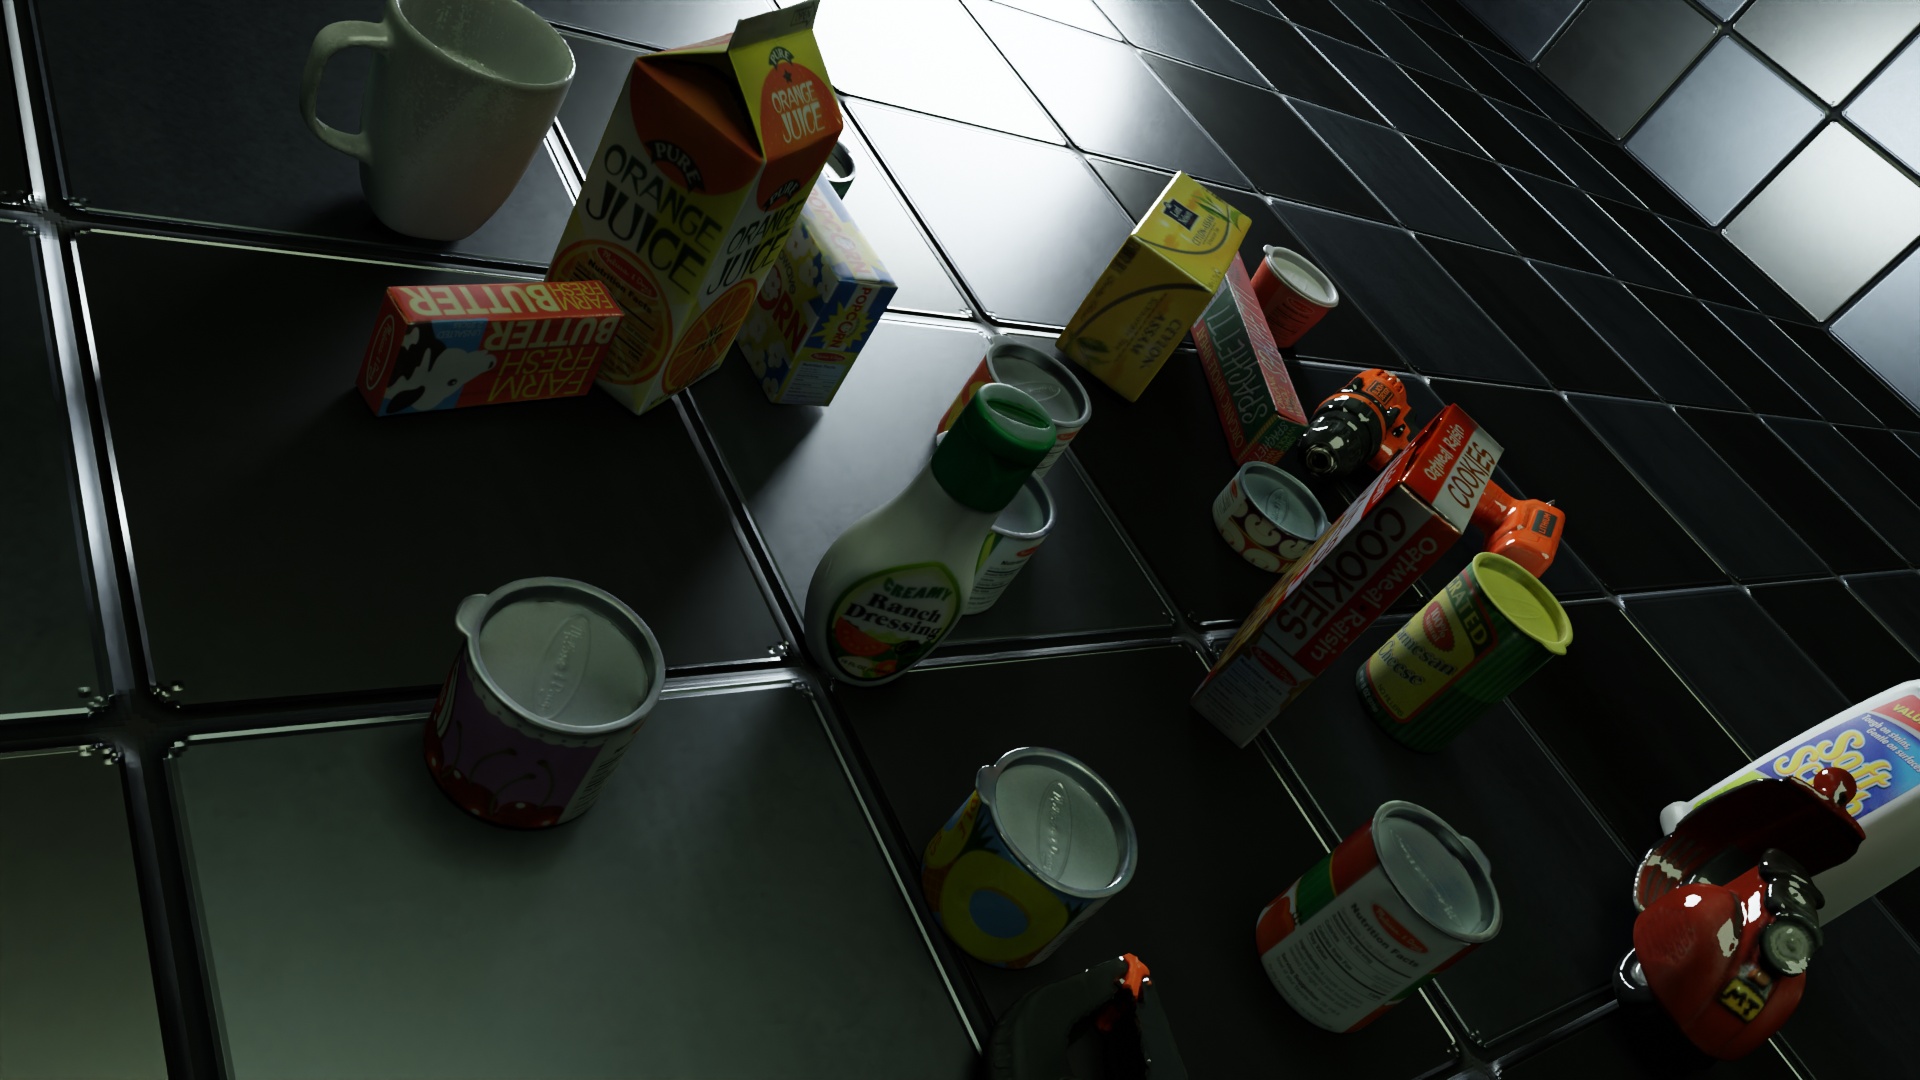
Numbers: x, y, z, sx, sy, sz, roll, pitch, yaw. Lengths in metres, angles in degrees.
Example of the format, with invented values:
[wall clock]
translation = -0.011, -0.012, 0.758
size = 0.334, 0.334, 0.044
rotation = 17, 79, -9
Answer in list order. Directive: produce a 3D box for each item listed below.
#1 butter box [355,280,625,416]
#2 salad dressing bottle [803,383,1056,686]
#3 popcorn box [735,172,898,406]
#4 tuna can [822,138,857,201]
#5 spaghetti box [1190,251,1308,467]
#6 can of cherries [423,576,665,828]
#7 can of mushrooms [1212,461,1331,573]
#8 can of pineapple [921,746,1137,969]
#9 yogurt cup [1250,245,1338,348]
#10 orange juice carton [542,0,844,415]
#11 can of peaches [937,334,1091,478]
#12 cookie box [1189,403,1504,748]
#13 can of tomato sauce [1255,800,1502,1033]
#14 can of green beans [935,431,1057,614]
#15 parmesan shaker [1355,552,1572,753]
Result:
[butter box]
translation = -0.199, -0.083, 0.594
size = 0.104, 0.053, 0.024
rotation = -14, 58, -48
[salad dressing bottle]
translation = -0.014, 0.000, 0.571
size = 0.064, 0.147, 0.044
rotation = 18, 39, -25
[popcorn box]
translation = -0.092, -0.144, 0.726
size = 0.038, 0.084, 0.127
rotation = -2, 50, -42
[tuna can]
translation = -0.099, -0.232, 0.867
size = 0.071, 0.032, 0.071
rotation = 23, 37, -18
[spaghetti box]
translation = 0.194, -0.145, 0.996
size = 0.029, 0.050, 0.251
rotation = 20, 38, -22
[can of cherries]
translation = -0.145, 0.054, 0.475
size = 0.071, 0.058, 0.072
rotation = 23, 37, -18
[can of mushrooms]
translation = 0.192, -0.013, 0.855
size = 0.071, 0.033, 0.071
rotation = 23, 37, -18
[can of pineapple]
translation = 0.024, 0.122, 0.539
size = 0.071, 0.057, 0.071
rotation = 23, 37, -18
[yogurt cup]
translation = 0.254, -0.189, 1.093
size = 0.072, 0.053, 0.073
rotation = 23, 37, -18
[orange juice carton]
translation = -0.119, -0.156, 0.624
size = 0.073, 0.191, 0.072
rotation = 38, 35, 3
[can of peaches]
translation = 0.027, -0.068, 0.761
size = 0.071, 0.057, 0.071
rotation = 23, 37, -18
[cookie box]
translation = 0.197, 0.016, 0.710
size = 0.040, 0.166, 0.123
rotation = 41, 35, 7
[can of tomato sauce]
translation = 0.179, 0.162, 0.599
size = 0.071, 0.082, 0.071
rotation = 23, 37, -18
[can of green beans]
translation = 0.004, -0.007, 0.670
size = 0.071, 0.057, 0.071
rotation = 23, 37, -18
[parmesan shaker]
translation = 0.280, 0.067, 0.776
size = 0.071, 0.102, 0.072
rotation = 23, 37, -18
